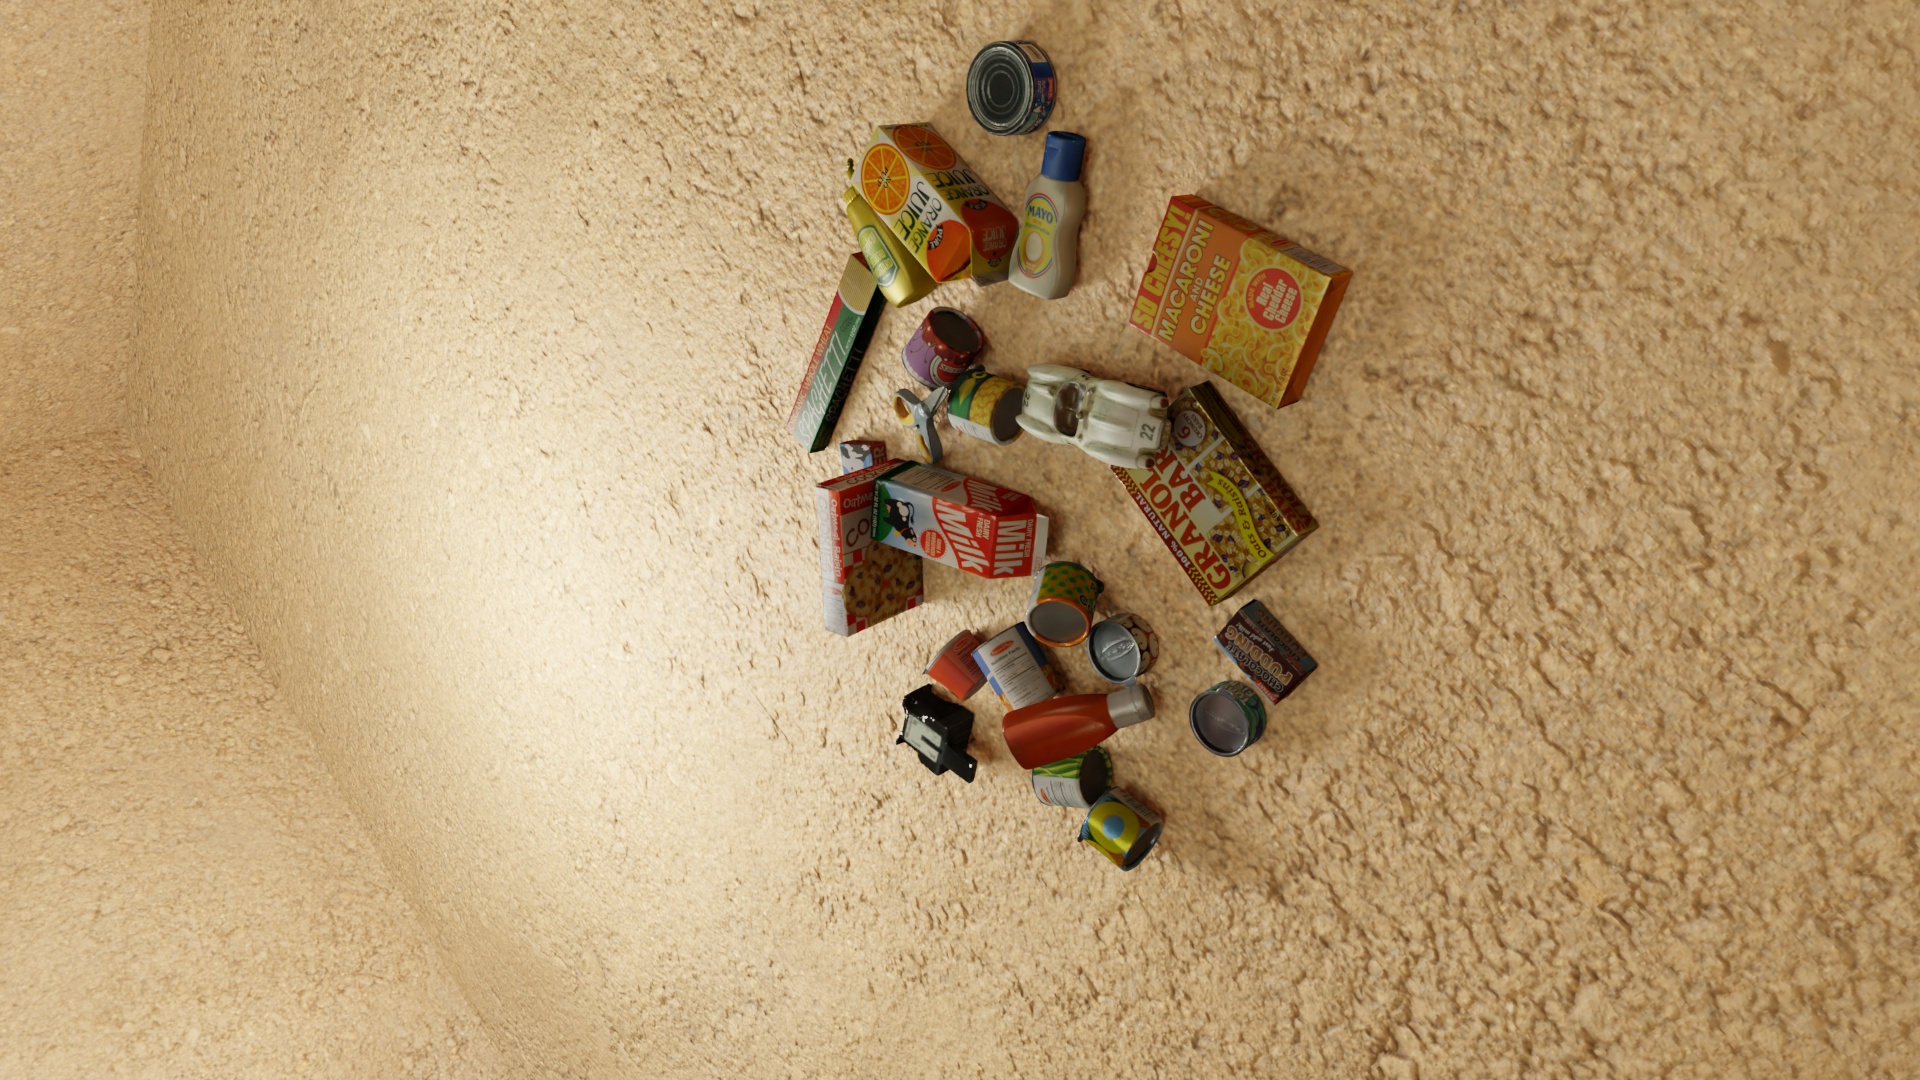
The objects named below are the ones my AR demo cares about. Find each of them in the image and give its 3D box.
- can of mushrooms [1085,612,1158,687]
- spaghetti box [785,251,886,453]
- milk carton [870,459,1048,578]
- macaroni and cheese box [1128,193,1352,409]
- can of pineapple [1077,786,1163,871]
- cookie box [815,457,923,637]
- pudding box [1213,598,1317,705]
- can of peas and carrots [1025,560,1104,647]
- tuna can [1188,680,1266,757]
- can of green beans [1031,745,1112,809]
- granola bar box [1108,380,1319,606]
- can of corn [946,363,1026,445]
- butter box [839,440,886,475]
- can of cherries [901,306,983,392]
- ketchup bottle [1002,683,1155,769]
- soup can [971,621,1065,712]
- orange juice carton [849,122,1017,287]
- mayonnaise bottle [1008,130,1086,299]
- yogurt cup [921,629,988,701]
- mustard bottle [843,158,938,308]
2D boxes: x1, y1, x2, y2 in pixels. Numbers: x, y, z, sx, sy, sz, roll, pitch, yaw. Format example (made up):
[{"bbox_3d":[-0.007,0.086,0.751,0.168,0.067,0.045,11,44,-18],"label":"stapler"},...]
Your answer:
[{"bbox_3d":[0.161,0.108,1.373,0.071,0.033,0.070,16,115,39],"label":"can of mushrooms"},{"bbox_3d":[-0.136,-0.204,1.545,0.050,0.029,0.248,45,130,23],"label":"spaghetti box"},{"bbox_3d":[0.005,-0.018,1.435,0.191,0.074,0.072,18,117,27],"label":"milk carton"},{"bbox_3d":[0.233,-0.206,1.186,0.167,0.040,0.123,36,126,29],"label":"macaroni and cheese box"},{"bbox_3d":[0.163,0.295,1.412,0.058,0.071,0.070,35,126,29],"label":"can of pineapple"},{"bbox_3d":[-0.098,0.006,1.517,0.040,0.123,0.166,14,114,39],"label":"cookie box"},{"bbox_3d":[0.276,0.101,1.263,0.084,0.030,0.049,50,133,19],"label":"pudding box"},{"bbox_3d":[0.103,0.064,1.376,0.071,0.059,0.070,8,130,9],"label":"can of peas and carrots"},{"bbox_3d":[0.252,0.165,1.307,0.071,0.033,0.070,17,116,39],"label":"tuna can"},{"bbox_3d":[0.116,0.243,1.438,0.058,0.071,0.071,-4,102,40],"label":"can of green beans"},{"bbox_3d":[0.225,-0.041,1.254,0.166,0.039,0.123,56,134,13],"label":"granola bar box"},{"bbox_3d":[0.030,-0.135,1.387,0.058,0.071,0.071,23,120,35],"label":"can of corn"},{"bbox_3d":[-0.105,-0.061,1.570,0.053,0.024,0.103,5,108,43],"label":"butter box"},{"bbox_3d":[-0.017,-0.193,1.408,0.071,0.072,0.058,54,132,15],"label":"can of cherries"},{"bbox_3d":[0.120,0.182,1.391,0.148,0.044,0.064,-20,116,19],"label":"ketchup bottle"},{"bbox_3d":[0.061,0.137,1.457,0.071,0.071,0.084,-42,76,43],"label":"soup can"},{"bbox_3d":[-0.016,-0.319,1.359,0.193,0.072,0.072,51,133,18],"label":"orange juice carton"},{"bbox_3d":[0.085,-0.303,1.291,0.065,0.041,0.147,31,124,34],"label":"mayonnaise bottle"},{"bbox_3d":[0.003,0.138,1.512,0.054,0.073,0.072,44,131,12],"label":"yogurt cup"},{"bbox_3d":[-0.081,-0.320,1.427,0.065,0.049,0.160,-30,89,56],"label":"mustard bottle"}]
